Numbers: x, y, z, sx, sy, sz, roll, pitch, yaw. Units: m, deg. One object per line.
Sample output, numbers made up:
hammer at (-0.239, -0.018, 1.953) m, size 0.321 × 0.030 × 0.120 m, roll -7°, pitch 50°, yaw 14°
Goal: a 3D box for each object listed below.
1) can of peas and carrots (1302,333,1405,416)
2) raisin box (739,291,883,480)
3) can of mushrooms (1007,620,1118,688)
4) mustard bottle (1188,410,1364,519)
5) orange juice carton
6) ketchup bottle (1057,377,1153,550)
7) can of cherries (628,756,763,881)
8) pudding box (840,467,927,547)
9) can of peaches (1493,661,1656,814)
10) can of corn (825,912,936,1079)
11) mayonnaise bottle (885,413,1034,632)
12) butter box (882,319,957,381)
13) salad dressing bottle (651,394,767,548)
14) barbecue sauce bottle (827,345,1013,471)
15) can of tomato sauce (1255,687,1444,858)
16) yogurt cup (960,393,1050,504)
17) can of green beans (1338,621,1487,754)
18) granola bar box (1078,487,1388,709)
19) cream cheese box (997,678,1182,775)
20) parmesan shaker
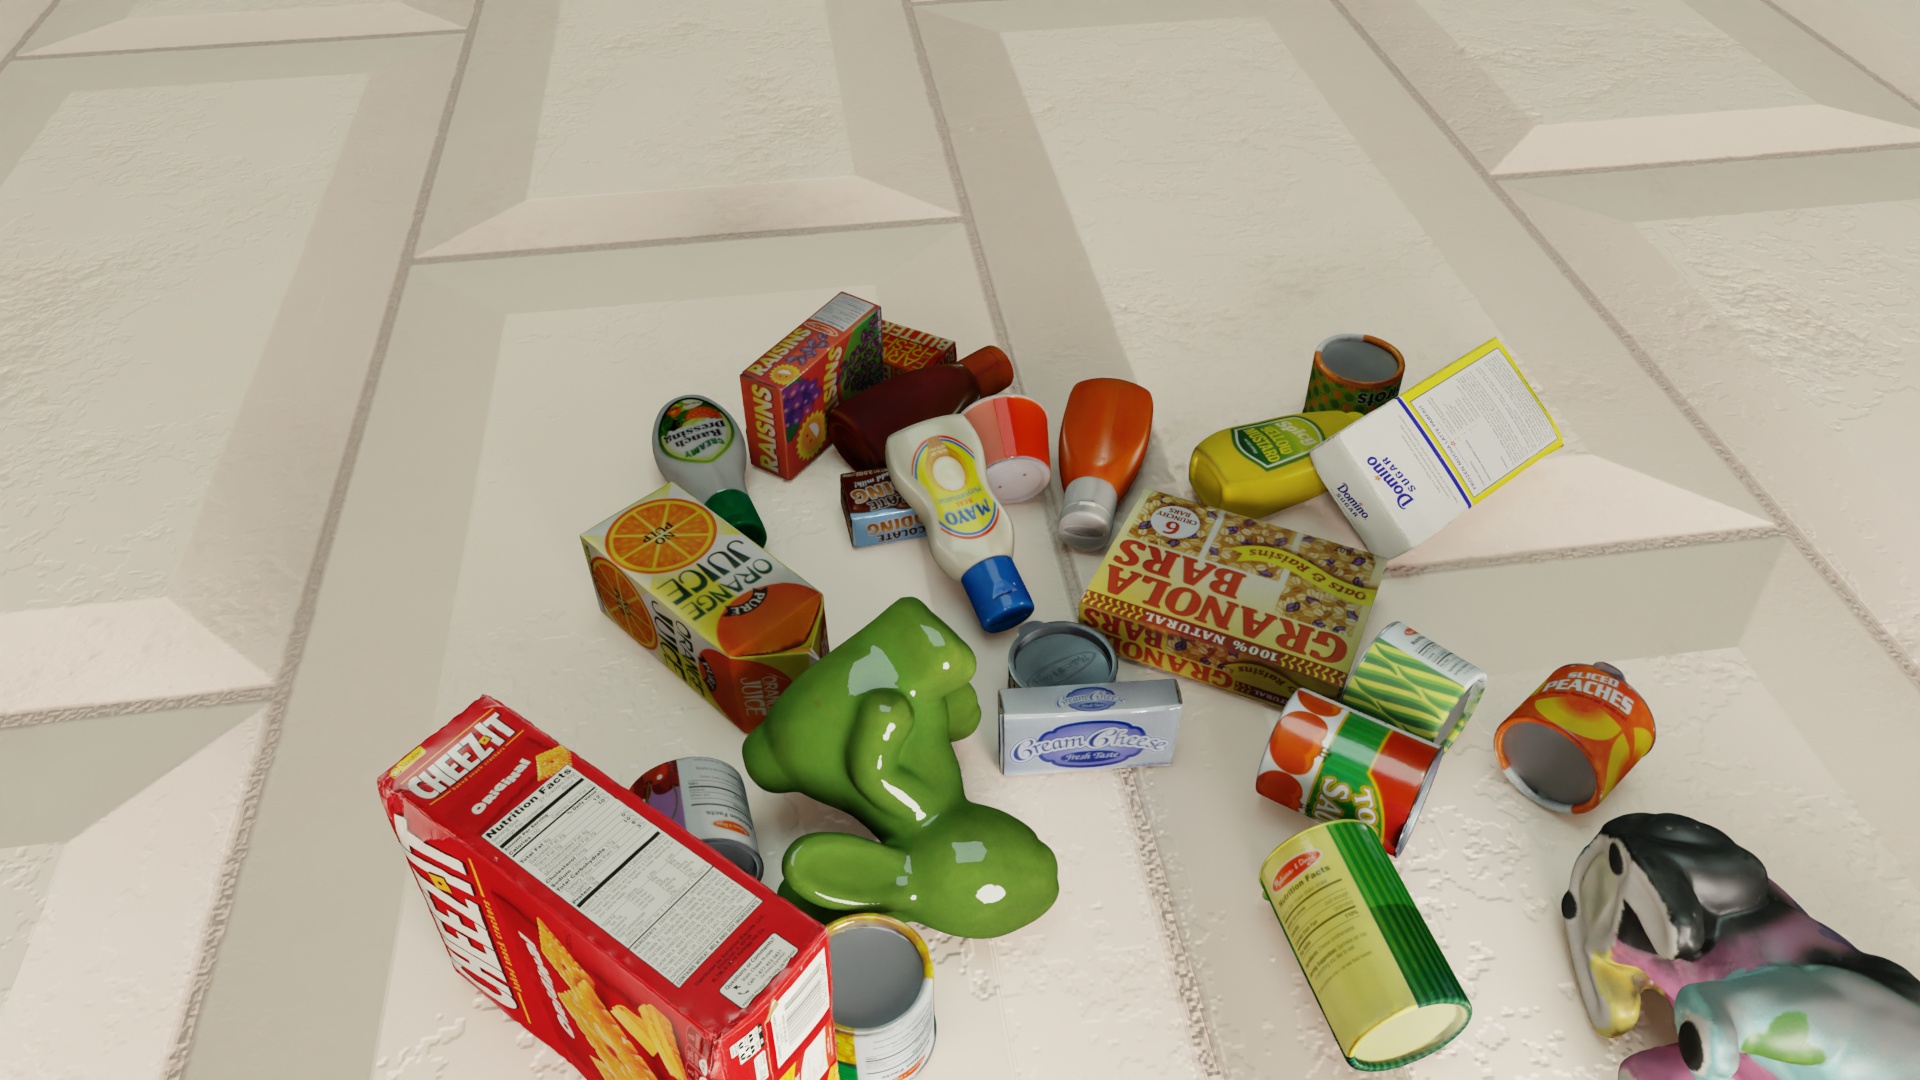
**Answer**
can of peas and carrots at (0.293, -0.111, 1.030) m, size 0.071 × 0.058 × 0.071 m, roll -1°, pitch 43°, yaw 1°
raisin box at (-0.107, -0.114, 1.016) m, size 0.040 × 0.085 × 0.124 m, roll 23°, pitch 48°, yaw 21°
can of mushrooms at (0.060, 0.082, 0.842) m, size 0.071 × 0.033 × 0.071 m, roll 0°, pitch 43°, yaw 1°
mustard bottle at (0.242, -0.061, 0.984) m, size 0.161 × 0.048 × 0.065 m, roll -17°, pitch 49°, yaw -17°
orange juice carton at (-0.143, 0.049, 0.851) m, size 0.193 × 0.071 × 0.073 m, roll 33°, pitch 53°, yaw 31°
ketchup bottle at (0.098, -0.056, 0.983) m, size 0.065 × 0.043 × 0.150 m, roll 7°, pitch 44°, yaw 10°
can of cherries at (-0.144, 0.159, 0.738) m, size 0.071 × 0.071 × 0.058 m, roll -12°, pitch 44°, yaw -12°
pudding box at (-0.039, -0.026, 0.961) m, size 0.084 × 0.030 × 0.050 m, roll -9°, pitch 45°, yaw -9°
can of peaches at (0.346, 0.110, 0.783) m, size 0.058 × 0.070 × 0.071 m, roll -32°, pitch 51°, yaw -28°
can of corn at (-0.047, 0.222, 0.673) m, size 0.071 × 0.058 × 0.071 m, roll 0°, pitch 43°, yaw 0°
mayonnaise bottle at (0.003, -0.011, 0.908) m, size 0.065 × 0.041 × 0.148 m, roll -19°, pitch 64°, yaw -13°
butter box at (-0.059, -0.149, 1.098) m, size 0.103 × 0.024 × 0.053 m, roll 20°, pitch 46°, yaw 21°
salad dressing bottle at (-0.173, -0.044, 0.971) m, size 0.064 × 0.043 × 0.148 m, roll -18°, pitch 46°, yaw -15°
barbecue sauce bottle at (-0.024, -0.100, 1.030) m, size 0.149 × 0.043 × 0.065 m, roll -33°, pitch 70°, yaw -31°
can of tomato sauce at (0.214, 0.129, 0.767) m, size 0.083 × 0.070 × 0.071 m, roll 23°, pitch 48°, yaw 24°
yogurt cup at (0.032, -0.062, 0.975) m, size 0.072 × 0.072 × 0.054 m, roll -6°, pitch 55°, yaw -6°
can of green beans at (0.263, 0.090, 0.809) m, size 0.058 × 0.071 × 0.071 m, roll 34°, pitch 53°, yaw 30°
granola bar box at (0.173, 0.038, 0.884) m, size 0.166 × 0.038 × 0.125 m, roll 18°, pitch 45°, yaw 18°
cream cheese box at (0.073, 0.108, 0.799) m, size 0.104 × 0.053 × 0.024 m, roll -3°, pitch 41°, yaw -3°
parmesan shaker at (0.198, 0.202, 0.691) m, size 0.071 × 0.071 × 0.103 m, roll -10°, pitch 45°, yaw -10°
